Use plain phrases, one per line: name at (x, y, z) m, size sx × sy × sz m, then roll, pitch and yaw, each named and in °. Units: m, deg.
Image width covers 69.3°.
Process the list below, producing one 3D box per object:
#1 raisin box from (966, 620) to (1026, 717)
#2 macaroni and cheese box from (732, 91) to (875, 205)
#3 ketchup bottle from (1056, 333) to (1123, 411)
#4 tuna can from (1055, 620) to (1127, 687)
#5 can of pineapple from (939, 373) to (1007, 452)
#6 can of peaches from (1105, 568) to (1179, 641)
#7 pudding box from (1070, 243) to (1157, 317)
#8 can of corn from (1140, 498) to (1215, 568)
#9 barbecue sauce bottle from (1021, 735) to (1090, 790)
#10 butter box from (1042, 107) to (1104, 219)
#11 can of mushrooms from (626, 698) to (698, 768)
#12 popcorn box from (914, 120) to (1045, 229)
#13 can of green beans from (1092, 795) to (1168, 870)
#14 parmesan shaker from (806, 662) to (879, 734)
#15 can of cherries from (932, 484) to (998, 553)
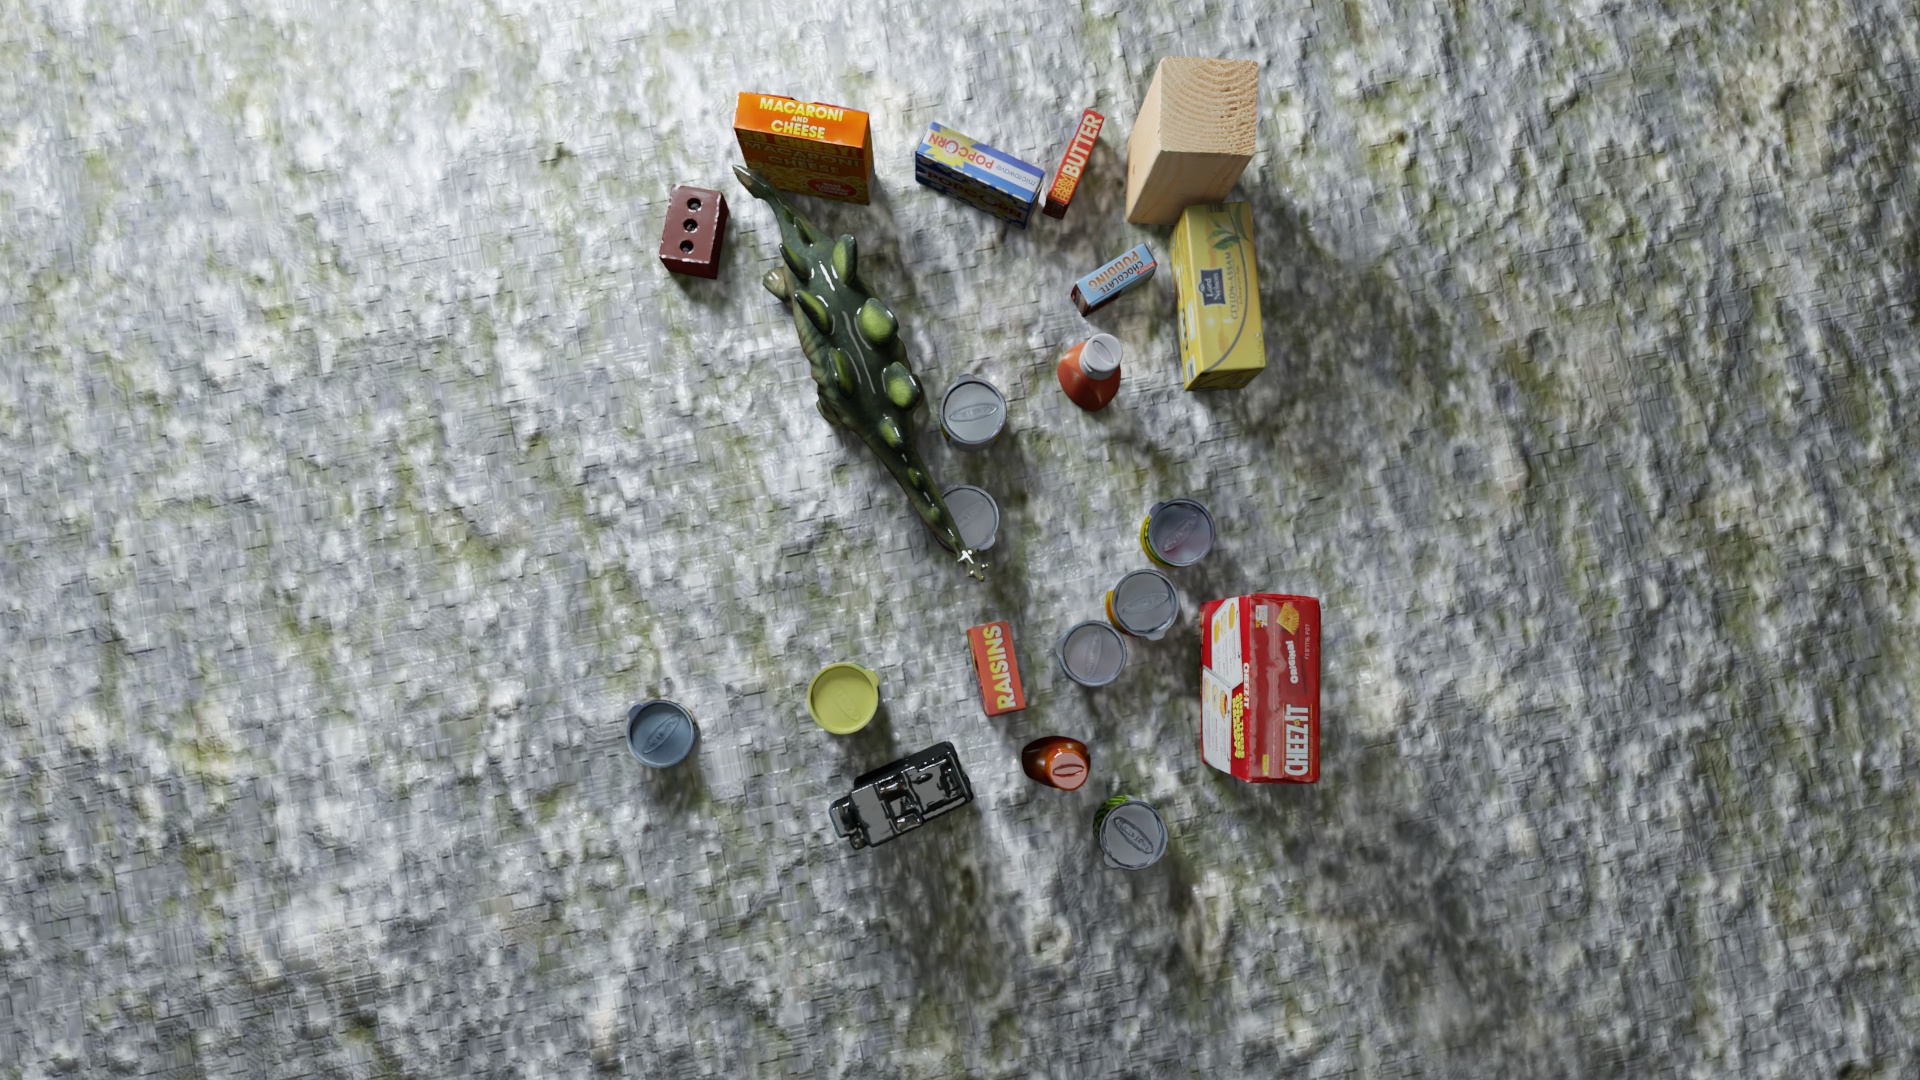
raisin box at (0.032, 0.122, 1.330) m, size 0.040 × 0.123 × 0.086 m, roll -11°, pitch 86°, yaw -3°
macaroni and cheese box at (-0.148, -0.379, 1.349) m, size 0.124 × 0.166 × 0.040 m, roll 9°, pitch 85°, yaw -1°
ketchup bottle at (0.129, -0.166, 1.348) m, size 0.043 × 0.148 × 0.065 m, roll -41°, pitch 88°, yaw -4°
tuna can at (0.128, 0.112, 1.380) m, size 0.071 × 0.033 × 0.071 m, roll 0°, pitch 85°, yaw -2°
can of pineapple at (0.012, -0.126, 1.386) m, size 0.071 × 0.058 × 0.071 m, roll 0°, pitch 85°, yaw -2°
can of peaches at (0.179, 0.065, 1.374) m, size 0.071 × 0.058 × 0.071 m, roll 0°, pitch 85°, yaw -2°
pudding box at (0.155, -0.263, 1.407) m, size 0.084 × 0.049 × 0.030 m, roll -31°, pitch 87°, yaw -4°
can of corn at (0.213, -0.008, 1.381) m, size 0.071 × 0.058 × 0.071 m, roll 0°, pitch 85°, yaw -2°
barbecue sauce bottle at (0.094, 0.211, 1.312) m, size 0.065 × 0.148 × 0.043 m, roll -6°, pitch 86°, yaw -2°
butter box at (0.115, -0.382, 1.415) m, size 0.024 × 0.053 × 0.103 m, roll 23°, pitch 84°, yaw 0°
can of mushrooms at (-0.292, 0.186, 1.358) m, size 0.071 × 0.033 × 0.071 m, roll 0°, pitch 85°, yaw -2°
popcorn box at (0.019, -0.365, 1.394) m, size 0.127 × 0.085 × 0.038 m, roll 24°, pitch 85°, yaw 0°
can of green beans at (0.164, 0.284, 1.353) m, size 0.071 × 0.058 × 0.071 m, roll 0°, pitch 85°, yaw -2°
parmesan shaker at (-0.108, 0.149, 1.333) m, size 0.071 × 0.103 × 0.071 m, roll 0°, pitch 85°, yaw -2°
can of cherries at (0.005, -0.017, 1.375) m, size 0.071 × 0.058 × 0.071 m, roll 0°, pitch 85°, yaw -2°
